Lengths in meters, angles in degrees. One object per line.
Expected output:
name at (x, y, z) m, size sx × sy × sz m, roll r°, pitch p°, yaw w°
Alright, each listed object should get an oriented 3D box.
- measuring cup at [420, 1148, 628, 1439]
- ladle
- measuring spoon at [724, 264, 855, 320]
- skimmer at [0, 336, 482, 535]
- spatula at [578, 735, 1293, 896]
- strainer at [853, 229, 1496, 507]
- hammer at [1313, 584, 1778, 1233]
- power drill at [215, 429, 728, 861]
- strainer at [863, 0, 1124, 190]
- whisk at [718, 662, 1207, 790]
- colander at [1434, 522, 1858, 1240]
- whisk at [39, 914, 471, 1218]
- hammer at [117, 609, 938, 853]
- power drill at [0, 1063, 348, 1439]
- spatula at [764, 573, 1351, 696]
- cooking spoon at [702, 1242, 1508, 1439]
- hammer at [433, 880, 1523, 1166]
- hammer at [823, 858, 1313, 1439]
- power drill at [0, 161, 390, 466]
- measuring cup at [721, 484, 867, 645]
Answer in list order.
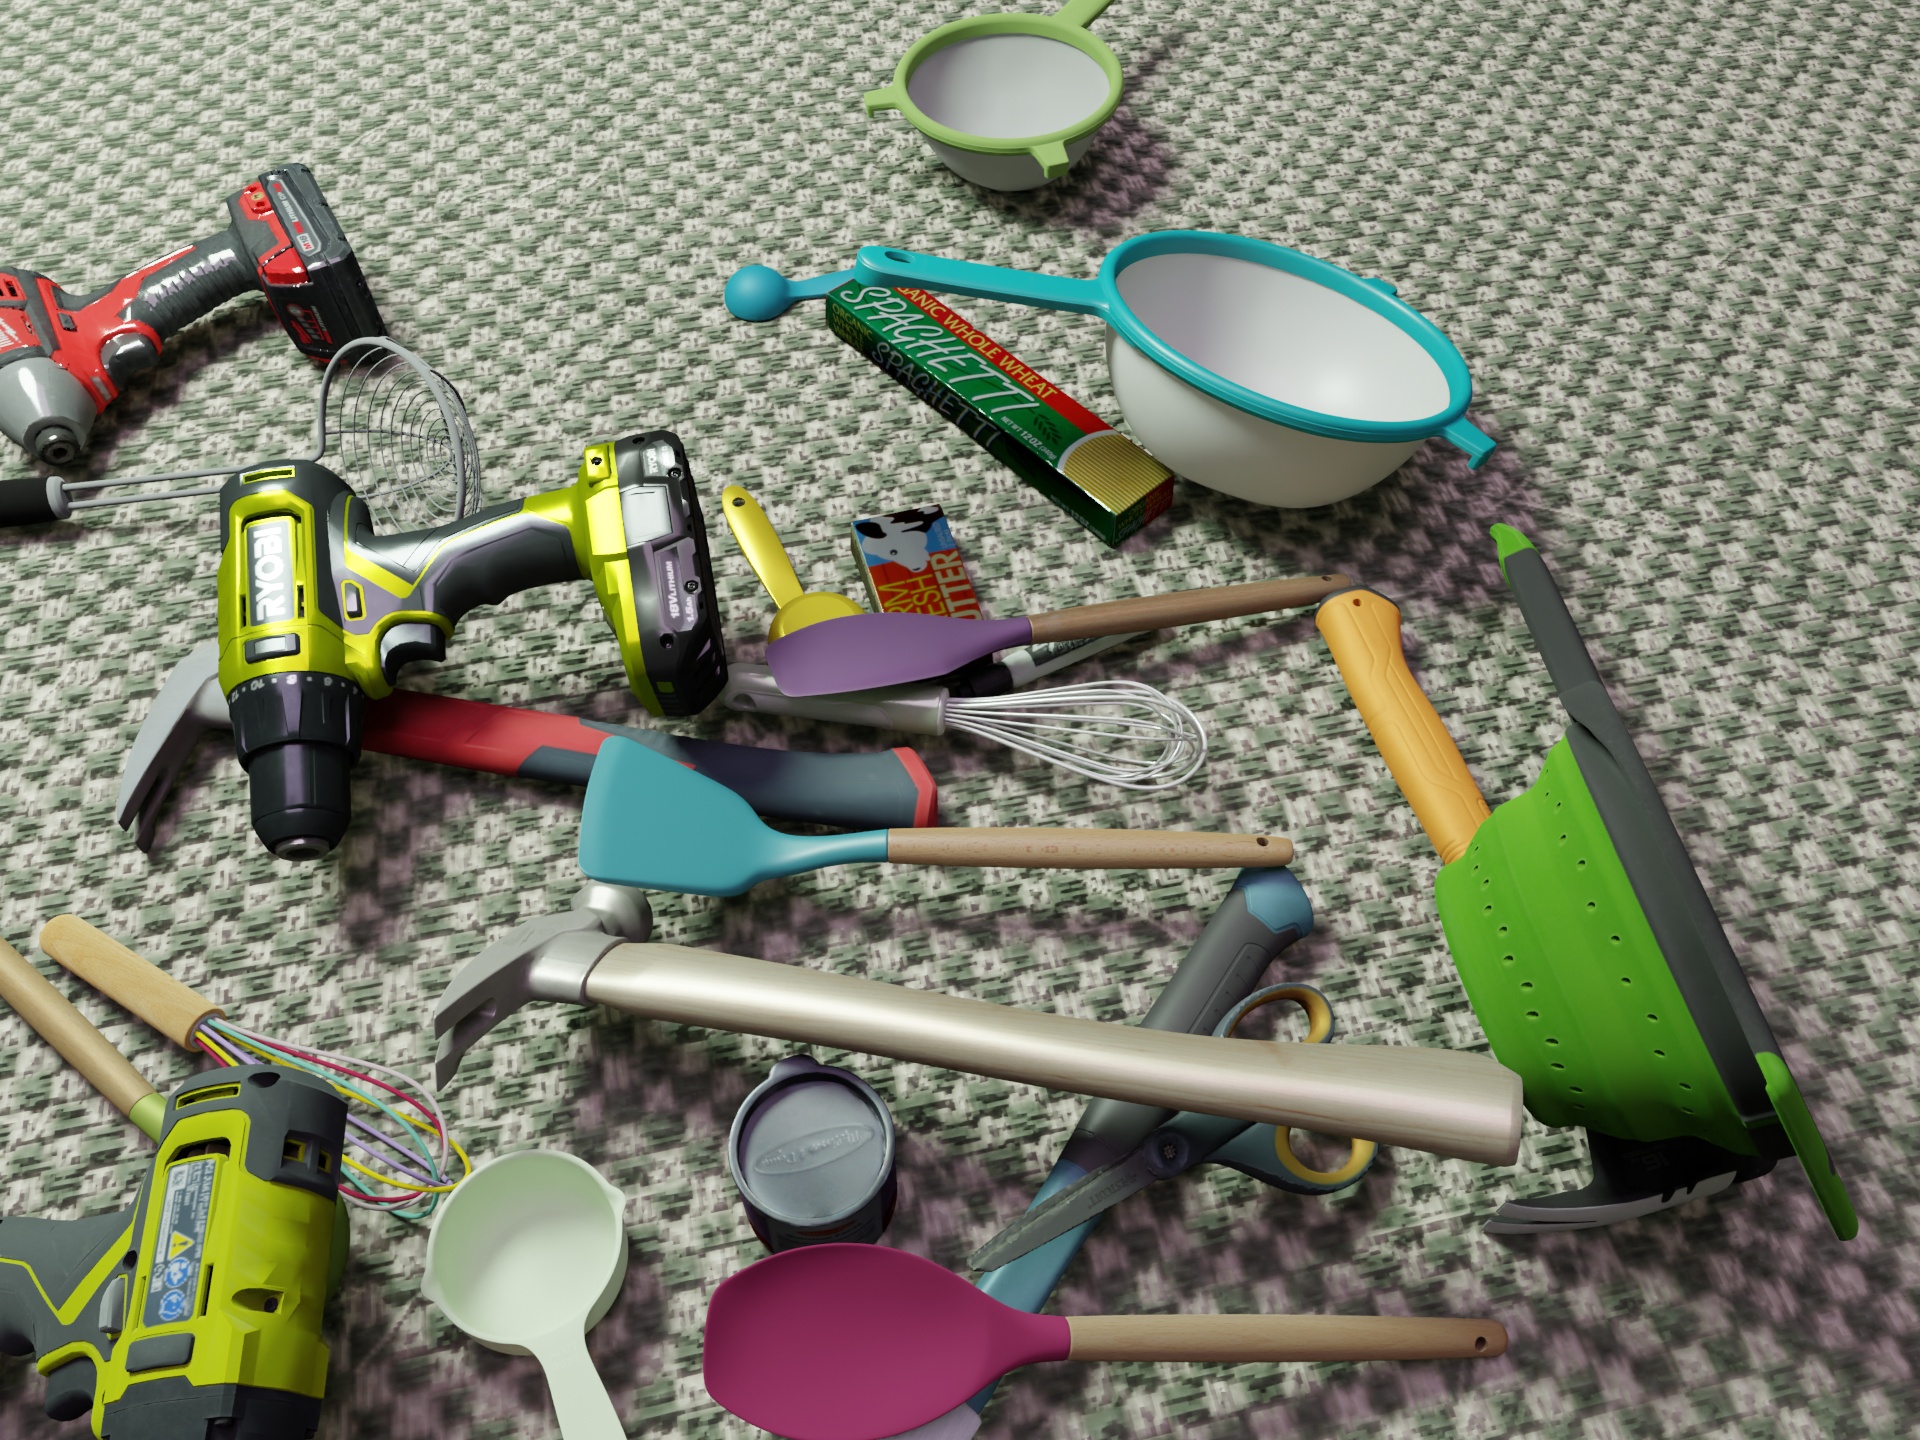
measuring cup at (-0.151, 0.249, 0.616) m, size 0.083 × 0.038 × 0.168 m, roll -22°, pitch 60°, yaw -16°
ladle at (-0.370, 0.149, 0.672) m, size 0.320 × 0.062 × 0.078 m, roll 32°, pitch 92°, yaw 23°
measuring spoon at (-0.086, -0.281, 1.000) m, size 0.128 × 0.021 × 0.042 m, roll -13°, pitch 56°, yaw -9°
skimmer at (-0.430, -0.123, 0.840) m, size 0.363 × 0.127 × 0.090 m, roll -6°, pitch 13°, yaw 0°
spatula at (-0.007, 0.051, 0.716) m, size 0.317 × 0.044 × 0.082 m, roll 1°, pitch 46°, yaw -1°
strainer at (0.104, -0.189, 0.869) m, size 0.340 × 0.095 × 0.211 m, roll 6°, pitch 41°, yaw -12°
hammer at (0.239, 0.070, 0.751) m, size 0.127 × 0.034 × 0.337 m, roll -11°, pitch 56°, yaw -10°
power drill at (-0.231, -0.042, 0.747) m, size 0.228 × 0.080 × 0.191 m, roll -10°, pitch 68°, yaw -4°
strainer at (0.058, -0.437, 1.085) m, size 0.151 × 0.069 × 0.256 m, roll 25°, pitch 57°, yaw 18°
whisk at (-0.001, -0.003, 0.786) m, size 0.246 × 0.057 × 0.059 m, roll 7°, pitch 55°, yaw 6°
colander at (0.253, 0.044, 0.692) m, size 0.094 × 0.204 × 0.397 m, roll -25°, pitch 34°, yaw 20°
whisk at (-0.309, 0.145, 0.689) m, size 0.245 × 0.051 × 0.047 m, roll 24°, pitch 37°, yaw 20°
hammer at (-0.204, 0.026, 0.772) m, size 0.386 × 0.038 × 0.143 m, roll 9°, pitch 56°, yaw 5°
power drill at (-0.325, 0.226, 0.555) m, size 0.223 × 0.080 × 0.171 m, roll -15°, pitch 57°, yaw 15°
spatula at (0.057, -0.050, 0.810) m, size 0.316 × 0.018 × 0.060 m, roll -9°, pitch 41°, yaw -16°
cooking spoon at (0.063, 0.232, 0.597) m, size 0.318 × 0.017 × 0.069 m, roll 6°, pitch 82°, yaw -14°
hammer at (0.002, 0.127, 0.619) m, size 0.411 × 0.038 × 0.146 m, roll 6°, pitch 17°, yaw 15°
hammer at (0.060, 0.181, 0.659) m, size 0.128 × 0.033 × 0.331 m, roll 39°, pitch 58°, yaw 4°
power drill at (-0.460, -0.231, 0.929) m, size 0.219 × 0.078 × 0.143 m, roll -26°, pitch 59°, yaw -15°
measuring cup at (-0.095, -0.079, 0.851) m, size 0.062 × 0.029 × 0.157 m, roll -22°, pitch 61°, yaw -16°
